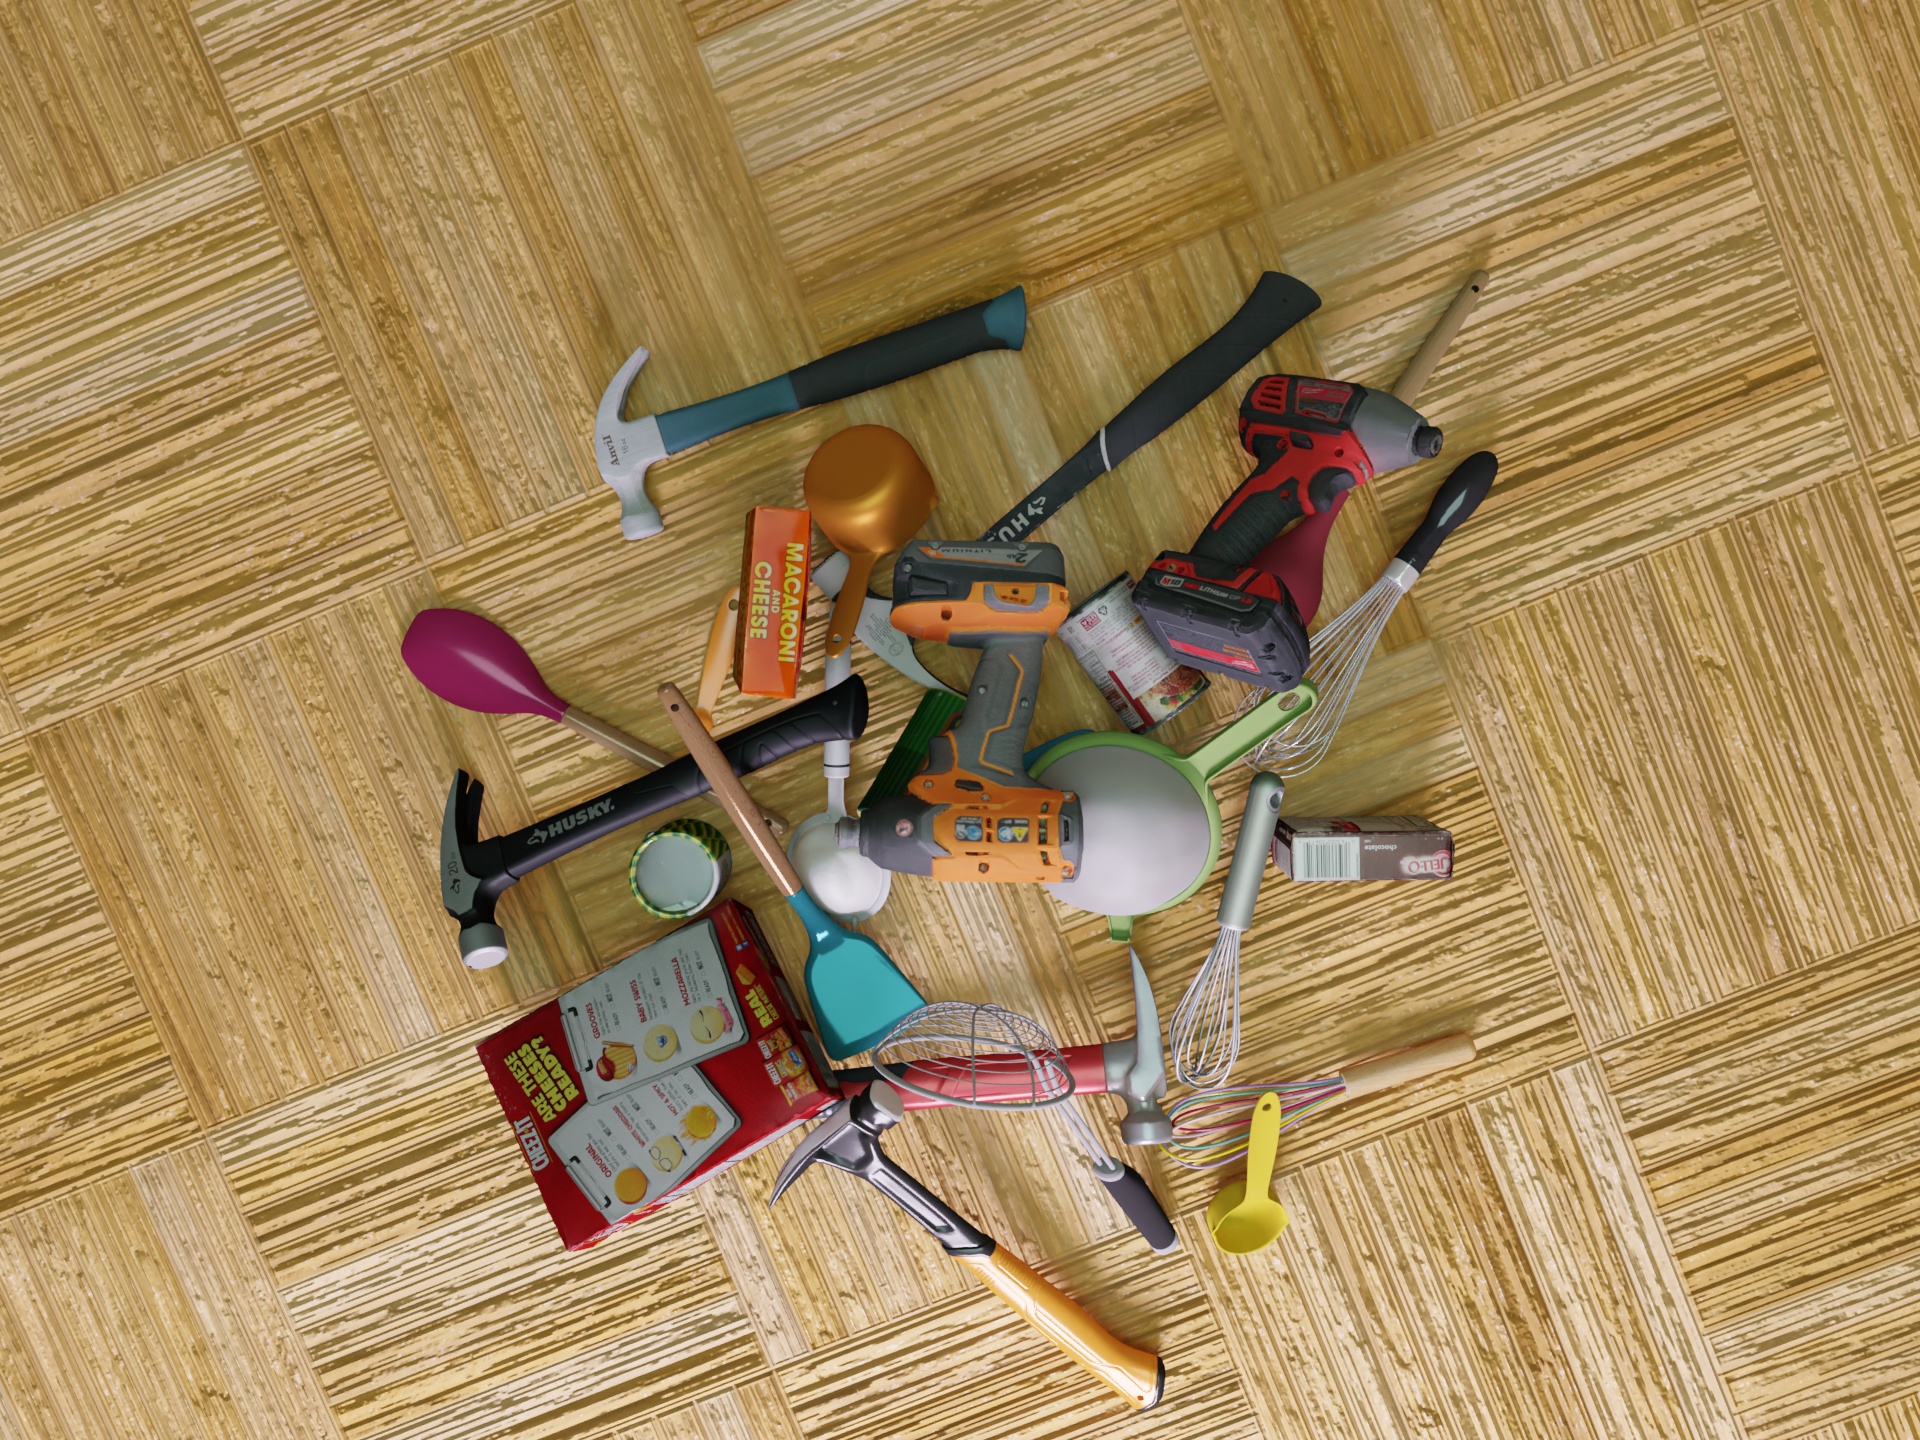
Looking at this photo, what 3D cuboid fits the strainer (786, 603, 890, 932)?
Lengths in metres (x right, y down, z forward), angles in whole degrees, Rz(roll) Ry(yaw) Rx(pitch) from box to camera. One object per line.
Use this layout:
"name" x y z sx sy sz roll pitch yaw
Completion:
"strainer" -0.093 0.044 1.157 0.087 0.050 0.258 4 98 23

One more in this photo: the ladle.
"ladle" 0.290 -0.189 1.148 0.069 0.031 0.315 33 93 -2

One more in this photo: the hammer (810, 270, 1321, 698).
"hammer" 0.093 -0.179 1.149 0.409 0.036 0.149 -40 93 4

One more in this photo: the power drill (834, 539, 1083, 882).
"power drill" -0.002 -0.003 1.073 0.164 0.084 0.227 0 76 -4

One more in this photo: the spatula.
"spatula" -0.126 0.104 1.104 0.082 0.044 0.317 -27 119 2

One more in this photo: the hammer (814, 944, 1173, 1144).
"hammer" -0.044 0.255 1.177 0.386 0.038 0.143 -6 79 5

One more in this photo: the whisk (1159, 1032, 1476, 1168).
"whisk" 0.261 0.272 1.177 0.245 0.047 0.051 -17 106 -2

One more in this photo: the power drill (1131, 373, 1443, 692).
"power drill" 0.223 -0.136 1.075 0.143 0.078 0.220 19 71 38

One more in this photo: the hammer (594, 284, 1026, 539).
"hammer" -0.107 -0.242 1.151 0.331 0.033 0.128 -18 95 3

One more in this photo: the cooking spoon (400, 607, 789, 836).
"cooking spoon" -0.270 0.007 1.180 0.319 0.017 0.069 28 95 0

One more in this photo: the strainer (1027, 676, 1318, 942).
"strainer" 0.142 0.058 1.099 0.151 0.069 0.256 46 119 -9

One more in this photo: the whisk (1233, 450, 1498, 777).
"whisk" 0.297 -0.078 1.143 0.070 0.070 0.284 38 90 -1

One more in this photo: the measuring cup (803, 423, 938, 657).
"measuring cup" -0.076 -0.129 1.106 0.095 0.052 0.174 2 62 22

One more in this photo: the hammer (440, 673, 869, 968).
"hammer" -0.219 0.046 1.132 0.335 0.035 0.146 -24 61 6

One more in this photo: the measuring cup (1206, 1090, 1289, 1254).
"measuring cup" 0.212 0.323 1.157 0.062 0.029 0.156 -5 119 -13

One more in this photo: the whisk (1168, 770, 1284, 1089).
"whisk" 0.195 0.154 1.152 0.057 0.059 0.246 1 106 -41

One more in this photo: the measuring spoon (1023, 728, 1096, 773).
"measuring spoon" 0.043 0.038 1.171 0.128 0.021 0.042 -26 93 5

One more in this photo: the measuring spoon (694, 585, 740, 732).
"measuring spoon" -0.180 -0.044 1.177 0.021 0.011 0.117 17 94 0

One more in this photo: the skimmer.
"skimmer" 0.063 0.298 1.071 0.090 0.127 0.362 -54 135 -24

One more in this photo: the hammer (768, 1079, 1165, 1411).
"hammer" 0.018 0.404 1.168 0.336 0.034 0.127 42 111 -12
